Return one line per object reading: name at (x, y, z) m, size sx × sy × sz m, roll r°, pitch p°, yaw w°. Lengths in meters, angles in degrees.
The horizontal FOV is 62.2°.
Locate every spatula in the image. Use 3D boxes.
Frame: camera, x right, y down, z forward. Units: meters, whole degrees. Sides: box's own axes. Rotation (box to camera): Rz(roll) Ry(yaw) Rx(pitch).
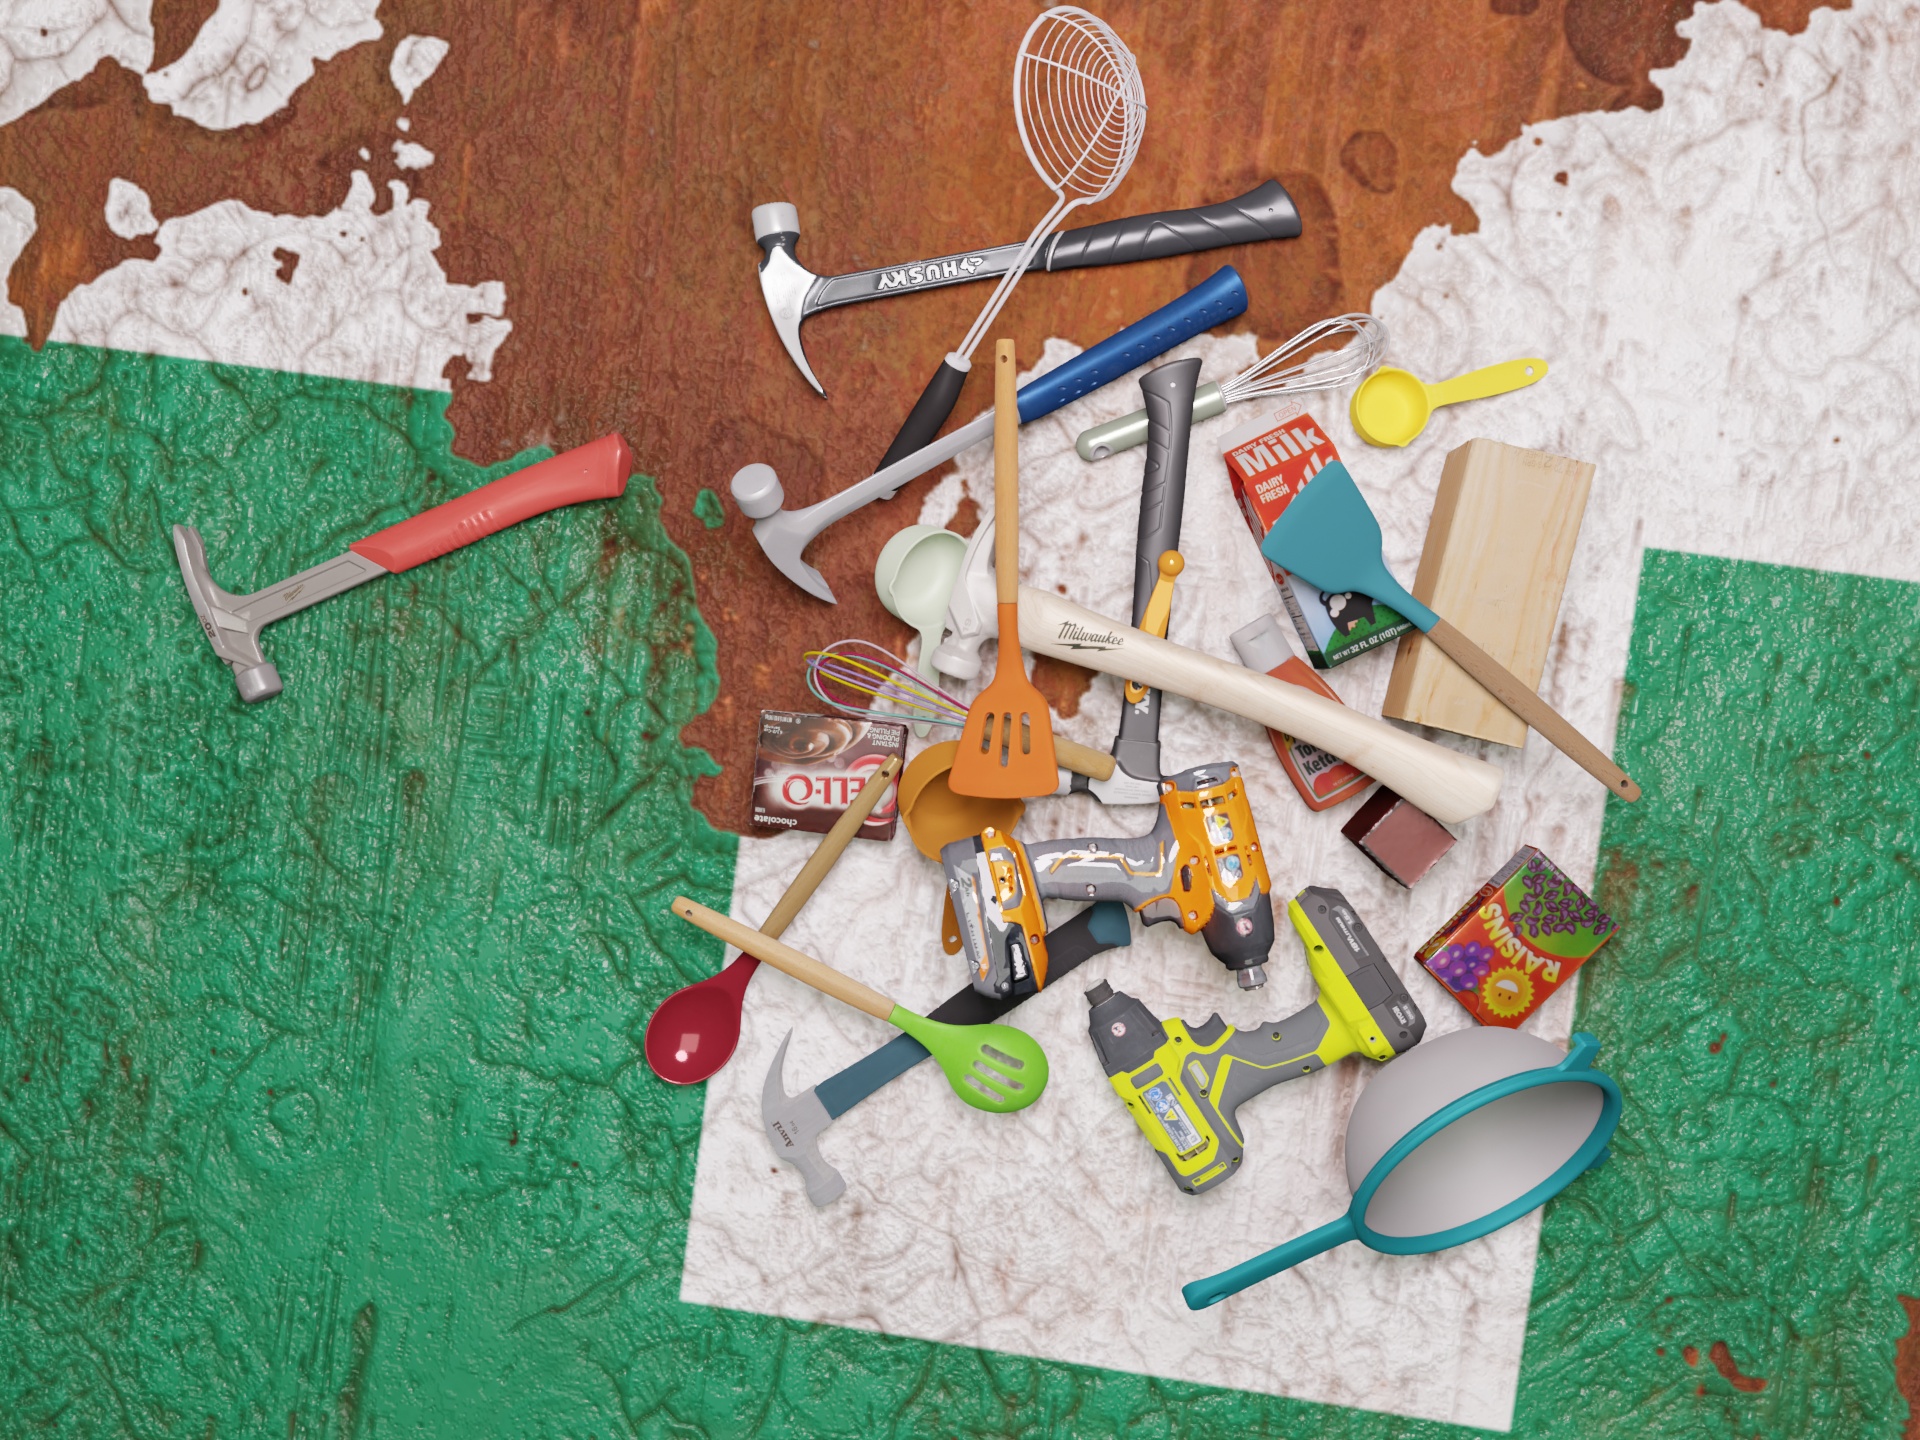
spatula at (0.348, -0.048, 1.100) m, size 0.317 × 0.044 × 0.082 m, roll 40°, pitch 90°, yaw 1°
spatula at (0.032, -0.107, 1.128) m, size 0.081 × 0.041 × 0.322 m, roll 0°, pitch 95°, yaw 14°

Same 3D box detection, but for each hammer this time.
hammer at (0.188, -0.035, 1.139) m, size 0.411 × 0.038 × 0.146 m, roll 22°, pitch 102°, yaw 10°
hammer at (-0.426, -0.148, 1.236) m, size 0.359 × 0.037 × 0.149 m, roll -23°, pitch 90°, yaw 4°
hammer at (0.053, -0.347, 1.203) m, size 0.409 × 0.036 × 0.149 m, roll -9°, pitch 92°, yaw 3°
hammer at (0.032, -0.221, 1.181) m, size 0.405 × 0.143 × 0.035 m, roll -29°, pitch 56°, yaw -4°
hammer at (-0.009, 0.235, 1.225) m, size 0.331 × 0.033 × 0.128 m, roll -33°, pitch 91°, yaw 3°
hammer at (0.150, -0.101, 1.187) m, size 0.146 × 0.035 × 0.334 m, roll 5°, pitch 99°, yaw 3°

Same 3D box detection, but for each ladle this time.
ladle at (-0.139, 0.150, 1.212) m, size 0.069 × 0.031 × 0.315 m, roll 36°, pitch 102°, yaw -5°

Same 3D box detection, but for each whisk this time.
whisk at (-0.002, -0.004, 1.174) m, size 0.245 × 0.051 × 0.047 m, roll 20°, pitch 133°, yaw -1°
whisk at (0.203, -0.248, 1.196) m, size 0.246 × 0.057 × 0.059 m, roll -20°, pitch 56°, yaw 7°

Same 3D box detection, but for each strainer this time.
strainer at (0.303, 0.317, 1.156) m, size 0.340 × 0.210 × 0.095 m, roll -26°, pitch 46°, yaw 2°

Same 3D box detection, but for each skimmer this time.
skimmer at (0.016, -0.327, 1.152) m, size 0.090 × 0.127 × 0.363 m, roll 54°, pitch 123°, yaw 30°

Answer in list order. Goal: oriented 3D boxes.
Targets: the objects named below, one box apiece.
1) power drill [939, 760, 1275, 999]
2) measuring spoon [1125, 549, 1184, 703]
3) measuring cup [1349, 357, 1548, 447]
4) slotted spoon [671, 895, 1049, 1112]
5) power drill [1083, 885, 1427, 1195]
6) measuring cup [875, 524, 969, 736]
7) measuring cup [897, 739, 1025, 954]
power drill at (0.112, 0.133, 1.145) m, size 0.226 × 0.084 × 0.164 m, roll -14°, pitch 81°, yaw -1°
measuring spoon at (0.142, -0.068, 1.168) m, size 0.021 × 0.011 × 0.117 m, roll 15°, pitch 99°, yaw 2°
measuring cup at (0.367, -0.246, 1.198) m, size 0.156 × 0.029 × 0.062 m, roll -16°, pitch 91°, yaw -8°
slotted spoon at (-0.076, 0.209, 1.193) m, size 0.314 × 0.031 × 0.070 m, roll 27°, pitch 97°, yaw 0°
power drill at (0.215, 0.226, 1.192) m, size 0.223 × 0.080 × 0.171 m, roll -33°, pitch 86°, yaw 6°
measuring cup at (-0.032, -0.069, 1.208) m, size 0.083 × 0.038 × 0.167 m, roll -13°, pitch 120°, yaw -34°
measuring cup at (-0.007, 0.096, 1.216) m, size 0.095 × 0.052 × 0.173 m, roll -4°, pitch 119°, yaw -17°
